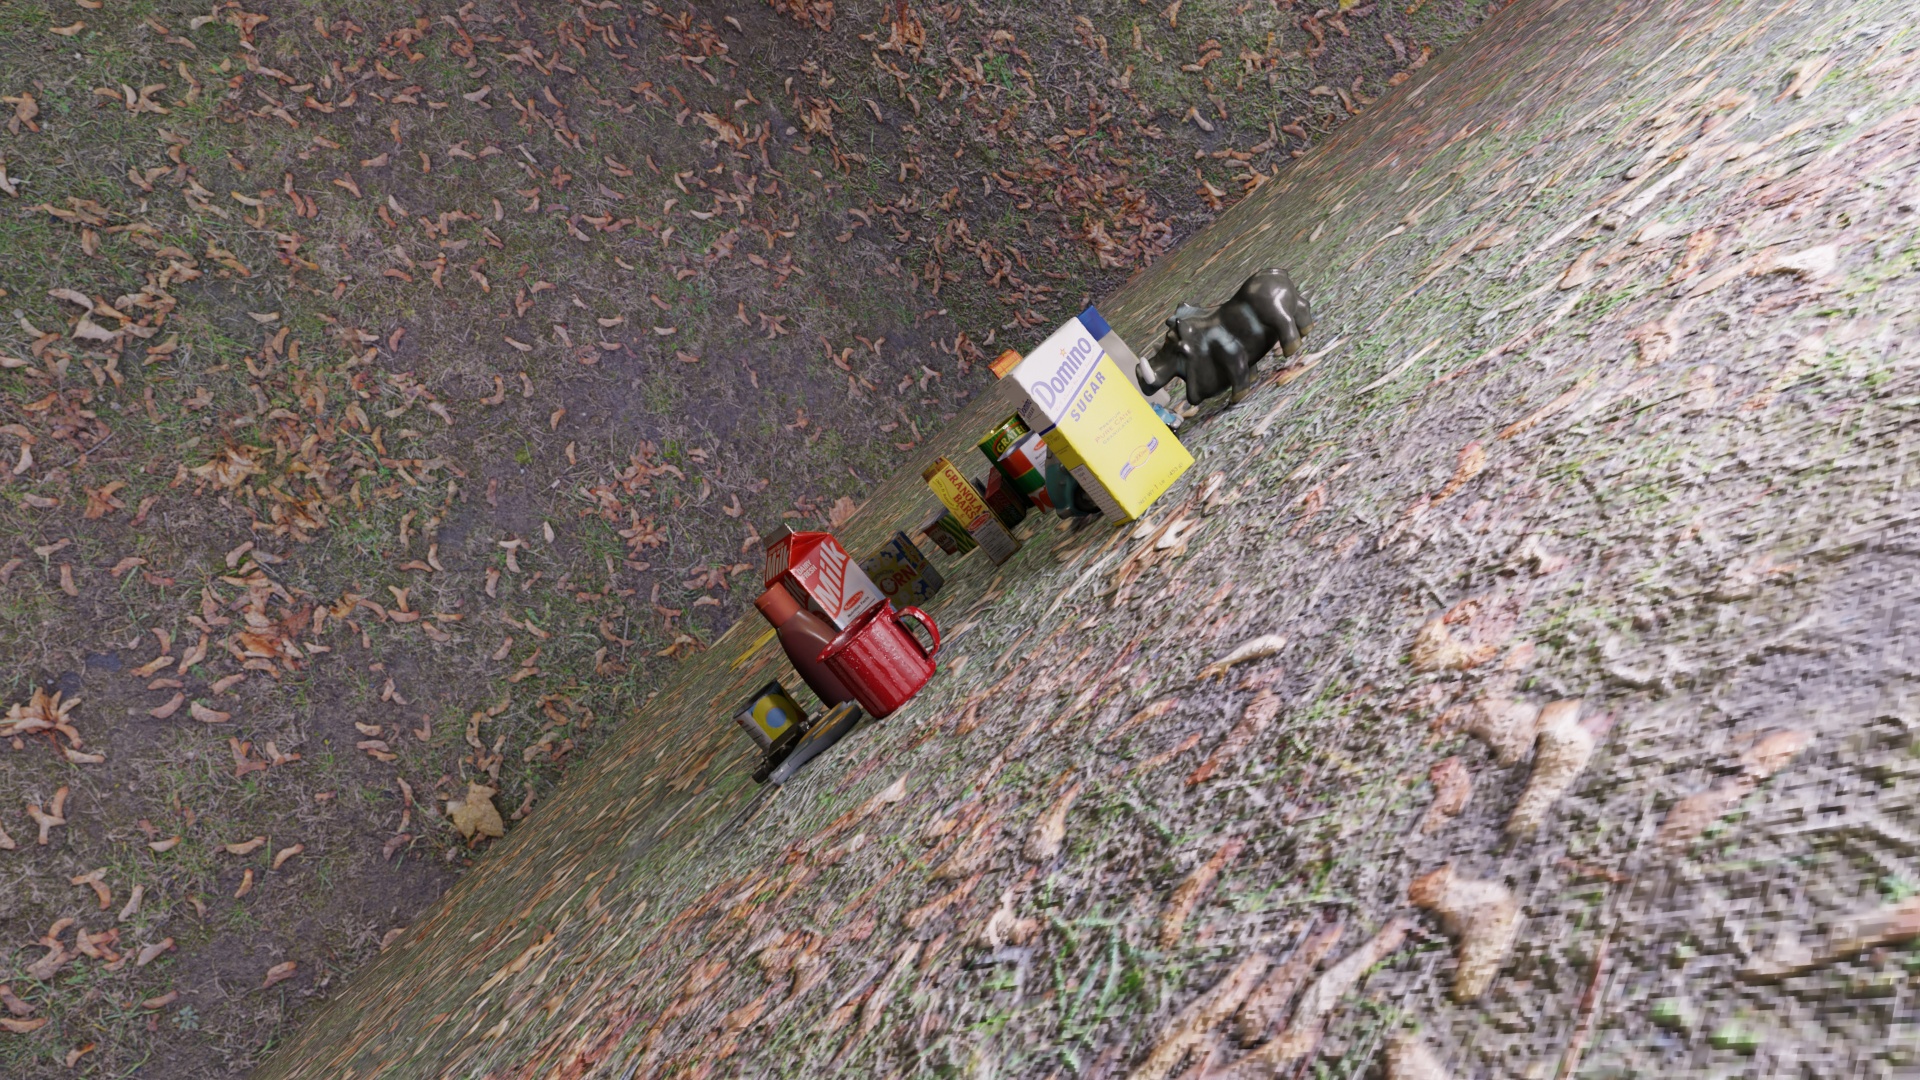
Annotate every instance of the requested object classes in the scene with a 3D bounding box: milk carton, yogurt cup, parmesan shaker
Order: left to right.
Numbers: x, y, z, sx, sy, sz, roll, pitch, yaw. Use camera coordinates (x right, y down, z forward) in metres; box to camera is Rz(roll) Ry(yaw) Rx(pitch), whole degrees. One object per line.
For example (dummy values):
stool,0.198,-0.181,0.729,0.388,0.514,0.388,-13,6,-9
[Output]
milk carton,-0.150,0.062,1.570,0.074,0.190,0.072,-45,9,-35
yogurt cup,-0.013,-0.018,1.879,0.072,0.054,0.072,-39,8,6
parmesan shaker,0.080,-0.102,1.729,0.071,0.103,0.071,-39,7,6

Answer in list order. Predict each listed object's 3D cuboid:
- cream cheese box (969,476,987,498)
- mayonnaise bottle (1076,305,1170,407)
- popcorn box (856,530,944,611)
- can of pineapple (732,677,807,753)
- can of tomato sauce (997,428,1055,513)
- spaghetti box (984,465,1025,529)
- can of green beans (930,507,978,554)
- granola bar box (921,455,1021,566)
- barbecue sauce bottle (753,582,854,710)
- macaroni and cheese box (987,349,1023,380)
cream cheese box,0.029,-0.054,1.887,0.024,0.053,0.104,-39,8,8
mayonnaise bottle,0.191,-0.215,1.674,0.041,0.148,0.065,-40,7,3
popcorn box,-0.095,0.058,1.726,0.126,0.085,0.038,-36,8,28
can of pineapple,-0.216,0.201,1.595,0.071,0.058,0.071,-39,8,6
can of tomato sauce,0.094,-0.083,1.628,0.071,0.083,0.071,-39,7,6
spaghetti box,0.061,-0.065,1.813,0.028,0.050,0.251,-39,8,10
can of green beans,0.008,-0.024,1.800,0.071,0.058,0.071,-39,8,6
granola bar box,0.010,-0.037,1.617,0.039,0.124,0.166,-40,7,1
barbecue sauce bottle,-0.163,0.112,1.504,0.064,0.148,0.044,-37,8,24
macaroni and cheese box,0.103,-0.164,1.734,0.040,0.166,0.124,-40,7,5
